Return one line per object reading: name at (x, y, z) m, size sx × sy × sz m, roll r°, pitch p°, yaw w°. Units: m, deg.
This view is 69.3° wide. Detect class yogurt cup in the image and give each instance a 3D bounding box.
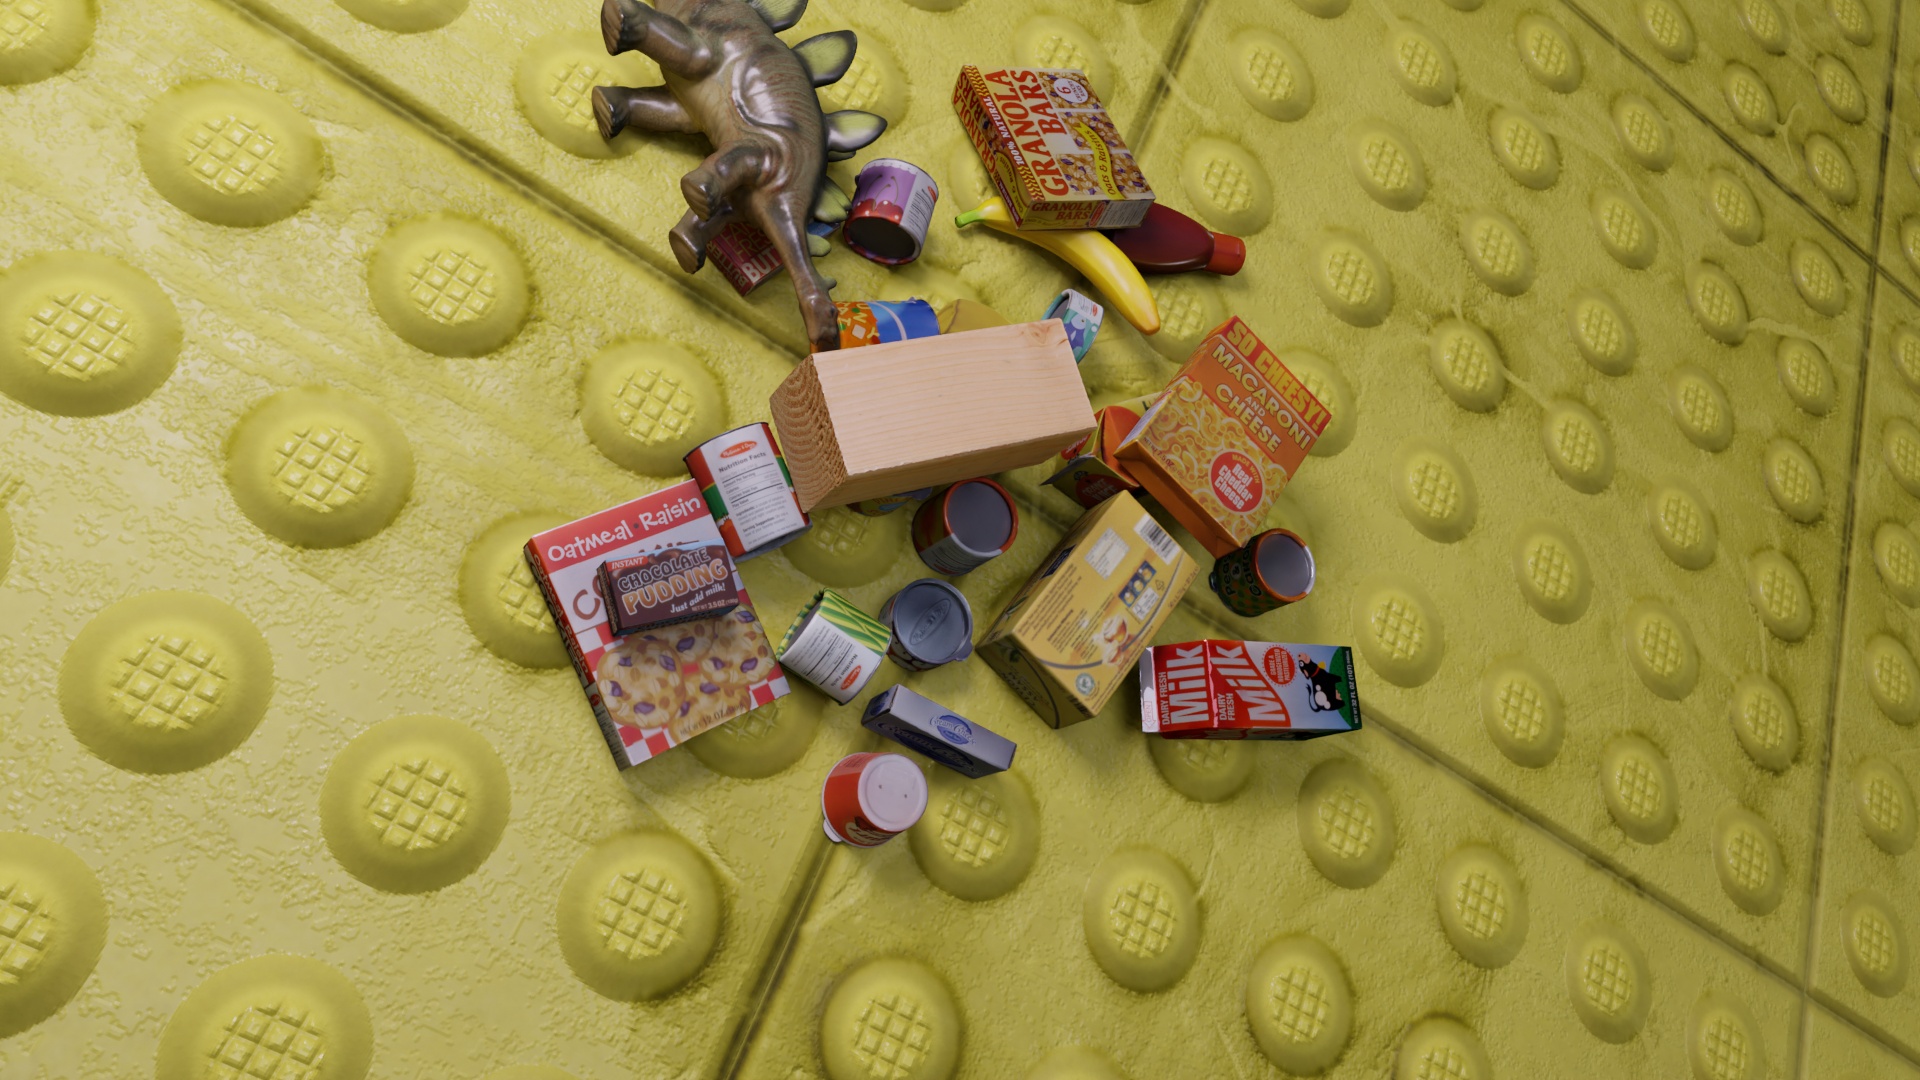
yogurt cup at (-0.058, 0.181, 0.983) m, size 0.072 × 0.053 × 0.072 m, roll 9°, pitch 70°, yaw -25°

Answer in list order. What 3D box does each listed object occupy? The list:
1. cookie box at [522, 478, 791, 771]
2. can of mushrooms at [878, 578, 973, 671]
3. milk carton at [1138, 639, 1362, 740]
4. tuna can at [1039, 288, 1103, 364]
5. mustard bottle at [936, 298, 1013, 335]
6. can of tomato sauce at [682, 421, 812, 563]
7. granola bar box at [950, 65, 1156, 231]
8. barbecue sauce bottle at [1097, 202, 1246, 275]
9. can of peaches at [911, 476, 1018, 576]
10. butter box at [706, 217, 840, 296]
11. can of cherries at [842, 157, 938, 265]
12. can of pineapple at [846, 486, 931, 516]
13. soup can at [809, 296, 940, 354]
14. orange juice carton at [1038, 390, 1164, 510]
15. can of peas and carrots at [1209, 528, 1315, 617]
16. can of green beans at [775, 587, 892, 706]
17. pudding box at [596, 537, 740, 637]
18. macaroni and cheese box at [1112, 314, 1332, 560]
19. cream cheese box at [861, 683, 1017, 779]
cookie box at (-0.208, 0.055, 0.954) m, size 0.123 × 0.040 × 0.167 m, roll -23°, pitch 87°, yaw -31°
can of mushrooms at (-0.025, 0.066, 1.048) m, size 0.071 × 0.033 × 0.071 m, roll 9°, pitch 70°, yaw -25°
milk carton at (0.228, 0.124, 1.137) m, size 0.191 × 0.073 × 0.072 m, roll 5°, pitch 72°, yaw -25°
tuna can at (0.087, -0.174, 1.166) m, size 0.033 × 0.071 × 0.071 m, roll 28°, pitch 64°, yaw -16°
mustard bottle at (0.047, -0.136, 1.134) m, size 0.160 × 0.065 × 0.049 m, roll 29°, pitch 60°, yaw -21°
can of tomato sauce at (-0.152, -0.034, 0.998) m, size 0.071 × 0.071 × 0.083 m, roll -23°, pitch 86°, yaw -31°
granola bar box at (0.078, -0.339, 1.197) m, size 0.124 × 0.038 × 0.166 m, roll -8°, pitch 59°, yaw -27°
barbecue sauce bottle at (0.190, -0.270, 1.260) m, size 0.149 × 0.043 × 0.065 m, roll 6°, pitch 81°, yaw -26°
can of peaches at (0.004, -0.013, 1.074) m, size 0.071 × 0.058 × 0.071 m, roll 8°, pitch 71°, yaw -25°
butter box at (-0.147, -0.239, 1.088) m, size 0.053 × 0.024 × 0.104 m, roll 50°, pitch 59°, yaw -4°
can of cherries at (-0.059, -0.264, 1.120) m, size 0.071 × 0.071 × 0.058 m, roll 23°, pitch 66°, yaw -20°
can of pineapple at (-0.058, -0.055, 1.056) m, size 0.071 × 0.057 × 0.071 m, roll 8°, pitch 71°, yaw -25°
soup can at (-0.067, -0.156, 1.079) m, size 0.084 × 0.071 × 0.071 m, roll -6°, pitch 77°, yaw -28°
orange juice carton at (0.157, -0.079, 1.166) m, size 0.193 × 0.071 × 0.073 m, roll -17°, pitch 82°, yaw -31°
can of peas and carrots at (0.259, 0.027, 1.192) m, size 0.071 × 0.058 × 0.071 m, roll 9°, pitch 70°, yaw -25°
can of green beans at (-0.091, 0.075, 0.992) m, size 0.058 × 0.071 × 0.071 m, roll 35°, pitch 62°, yaw -13°
pudding box at (-0.195, 0.030, 0.926) m, size 0.084 × 0.030 × 0.050 m, roll -11°, pitch 79°, yaw -30°
macaroni and cheese box at (0.216, -0.086, 1.132) m, size 0.123 × 0.040 × 0.167 m, roll 44°, pitch 60°, yaw -8°
cream cheese box at (-0.016, 0.142, 1.017) m, size 0.104 × 0.053 × 0.024 m, roll 29°, pitch 62°, yaw -17°
